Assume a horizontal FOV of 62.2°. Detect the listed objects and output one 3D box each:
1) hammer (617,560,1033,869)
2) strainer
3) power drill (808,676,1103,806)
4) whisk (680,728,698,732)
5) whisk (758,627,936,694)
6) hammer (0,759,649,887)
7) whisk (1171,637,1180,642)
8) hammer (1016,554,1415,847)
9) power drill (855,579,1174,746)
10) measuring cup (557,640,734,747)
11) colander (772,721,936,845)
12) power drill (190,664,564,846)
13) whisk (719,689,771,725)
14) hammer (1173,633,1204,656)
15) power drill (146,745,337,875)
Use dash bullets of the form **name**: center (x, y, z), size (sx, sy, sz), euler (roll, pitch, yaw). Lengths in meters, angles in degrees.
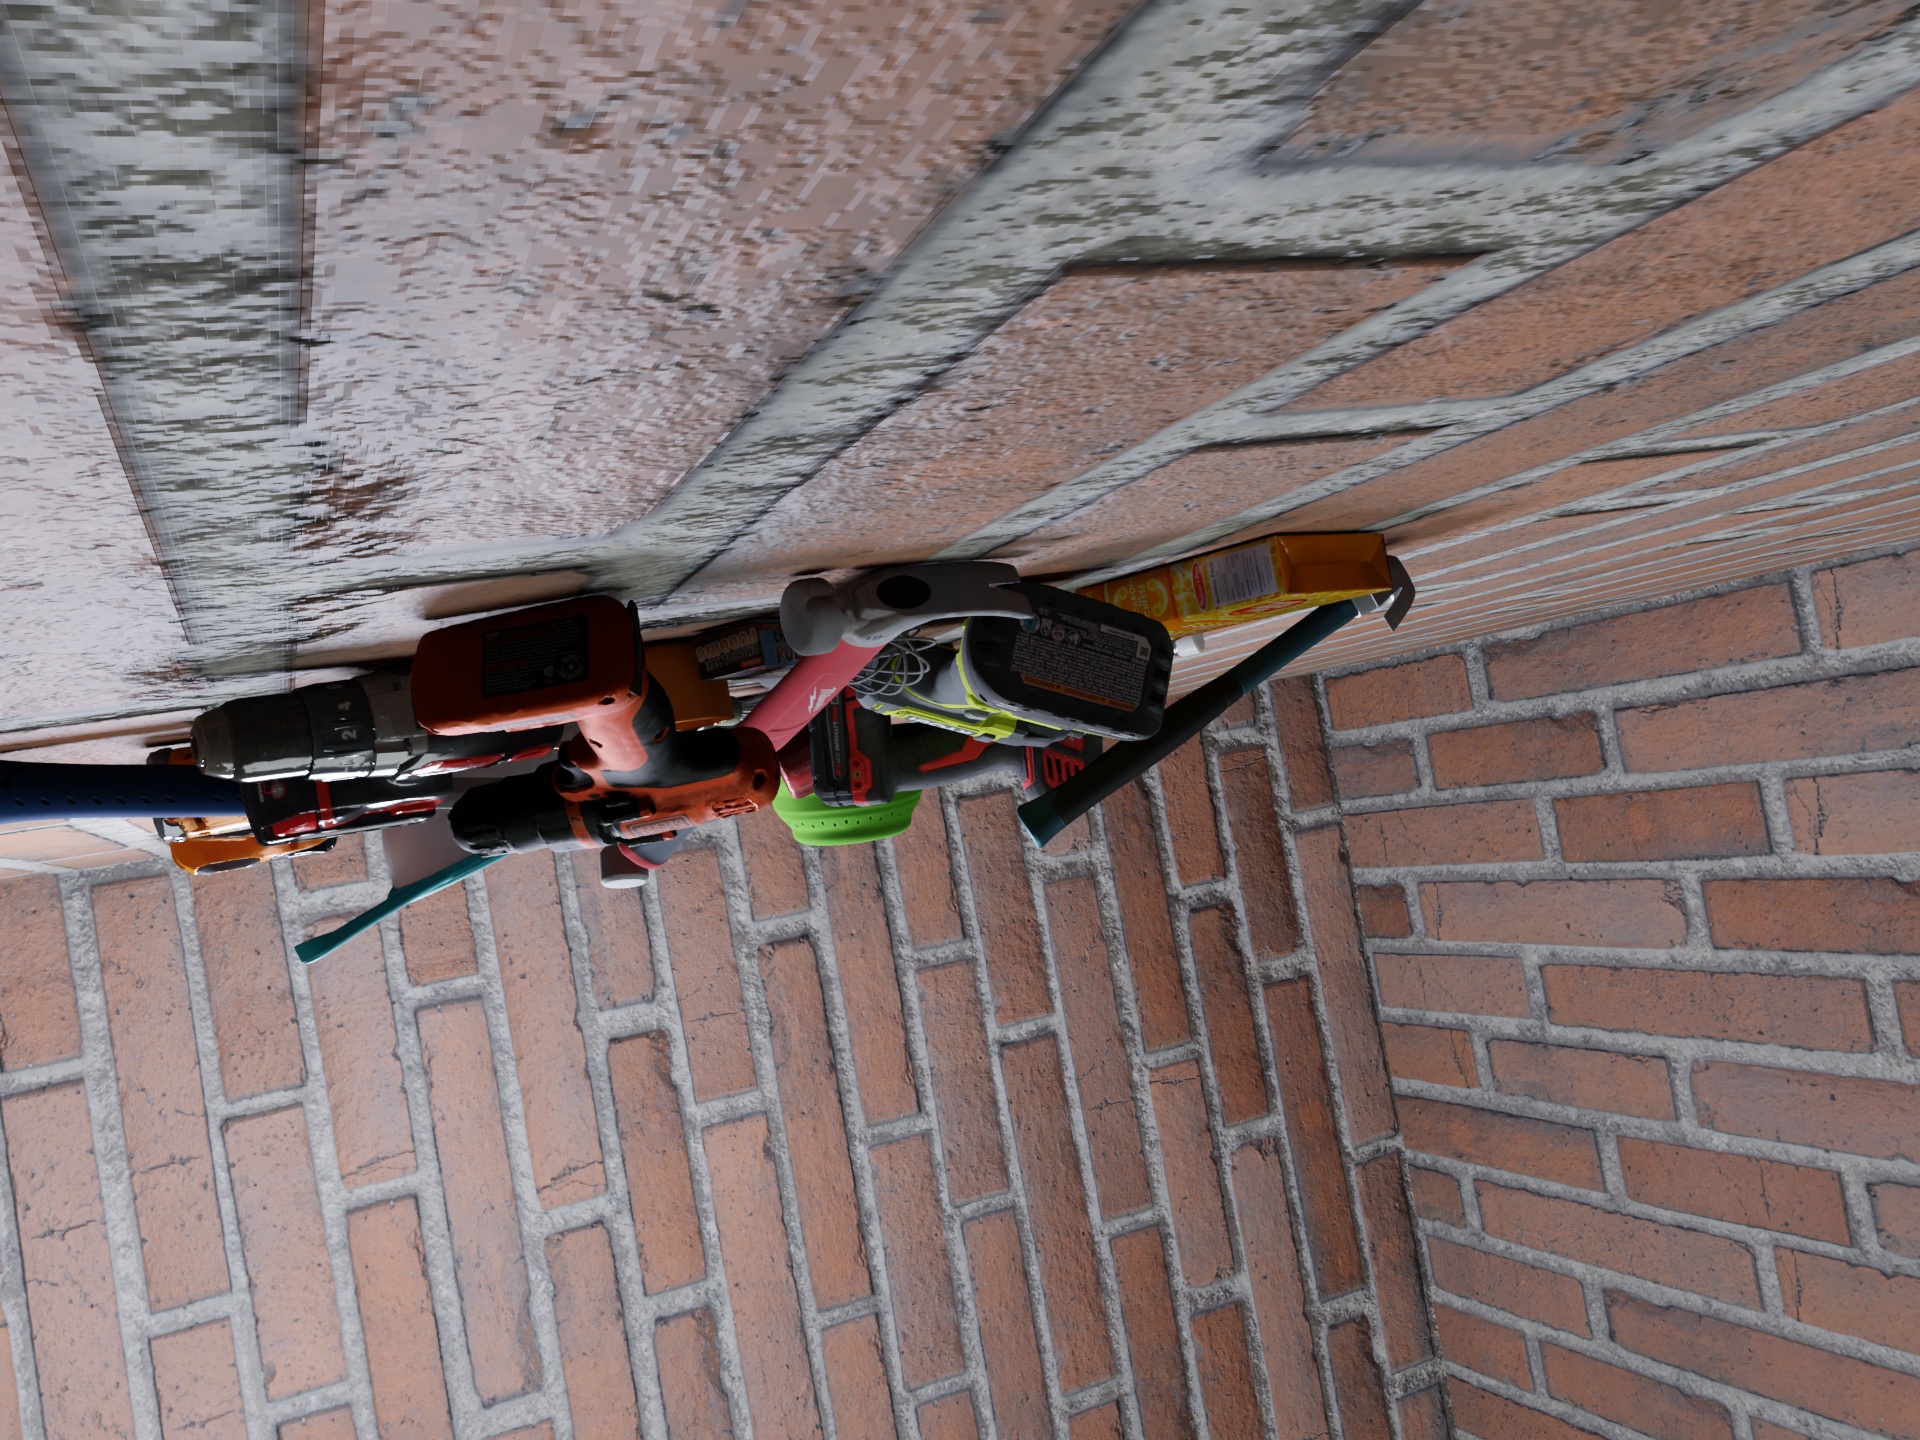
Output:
- **hammer**: center (-0.109, 0.009, 0.959), size (0.143, 0.038, 0.386), euler (-9, 162, -35)
- **strainer**: center (-0.379, 0.068, 1.157), size (0.211, 0.095, 0.340), euler (-24, -172, 24)
- **power drill**: center (-0.002, -0.004, 1.219), size (0.219, 0.143, 0.078), euler (-4, 178, 8)
- **whisk**: center (-0.277, 0.018, 1.505), size (0.073, 0.073, 0.296), euler (-9, 171, -24)
- **whisk**: center (-0.085, -0.040, 1.062), size (0.055, 0.055, 0.239), euler (-9, -178, -29)
- **hammer**: center (-0.404, 0.042, 1.037), size (0.405, 0.144, 0.035), euler (2, 160, -30)
- **whisk**: center (0.121, -0.052, 1.238), size (0.245, 0.051, 0.047), euler (-30, -173, 37)
- **hammer**: center (0.176, -0.017, 1.097), size (0.331, 0.033, 0.128), euler (-34, -169, -10)
- **power drill**: center (0.042, -0.025, 1.061), size (0.171, 0.080, 0.223), euler (15, 170, -18)
- **measuring cup**: center (-0.221, -0.013, 1.005), size (0.173, 0.052, 0.095), euler (-9, 179, 35)
- **colander**: center (-0.181, 0.073, 1.447), size (0.397, 0.094, 0.204), euler (-8, -174, -20)
- **power drill**: center (-0.351, 0.017, 0.906), size (0.187, 0.080, 0.227), euler (-8, 174, -37)
- **whisk**: center (-0.188, -0.009, 1.348), size (0.059, 0.058, 0.246), euler (-1, 179, 38)
- **hammer**: center (0.096, -0.061, 1.399), size (0.146, 0.035, 0.334), euler (-12, 177, 26)
- **power drill**: center (-0.495, 0.054, 1.152), size (0.164, 0.084, 0.226), euler (-9, 174, -27)
